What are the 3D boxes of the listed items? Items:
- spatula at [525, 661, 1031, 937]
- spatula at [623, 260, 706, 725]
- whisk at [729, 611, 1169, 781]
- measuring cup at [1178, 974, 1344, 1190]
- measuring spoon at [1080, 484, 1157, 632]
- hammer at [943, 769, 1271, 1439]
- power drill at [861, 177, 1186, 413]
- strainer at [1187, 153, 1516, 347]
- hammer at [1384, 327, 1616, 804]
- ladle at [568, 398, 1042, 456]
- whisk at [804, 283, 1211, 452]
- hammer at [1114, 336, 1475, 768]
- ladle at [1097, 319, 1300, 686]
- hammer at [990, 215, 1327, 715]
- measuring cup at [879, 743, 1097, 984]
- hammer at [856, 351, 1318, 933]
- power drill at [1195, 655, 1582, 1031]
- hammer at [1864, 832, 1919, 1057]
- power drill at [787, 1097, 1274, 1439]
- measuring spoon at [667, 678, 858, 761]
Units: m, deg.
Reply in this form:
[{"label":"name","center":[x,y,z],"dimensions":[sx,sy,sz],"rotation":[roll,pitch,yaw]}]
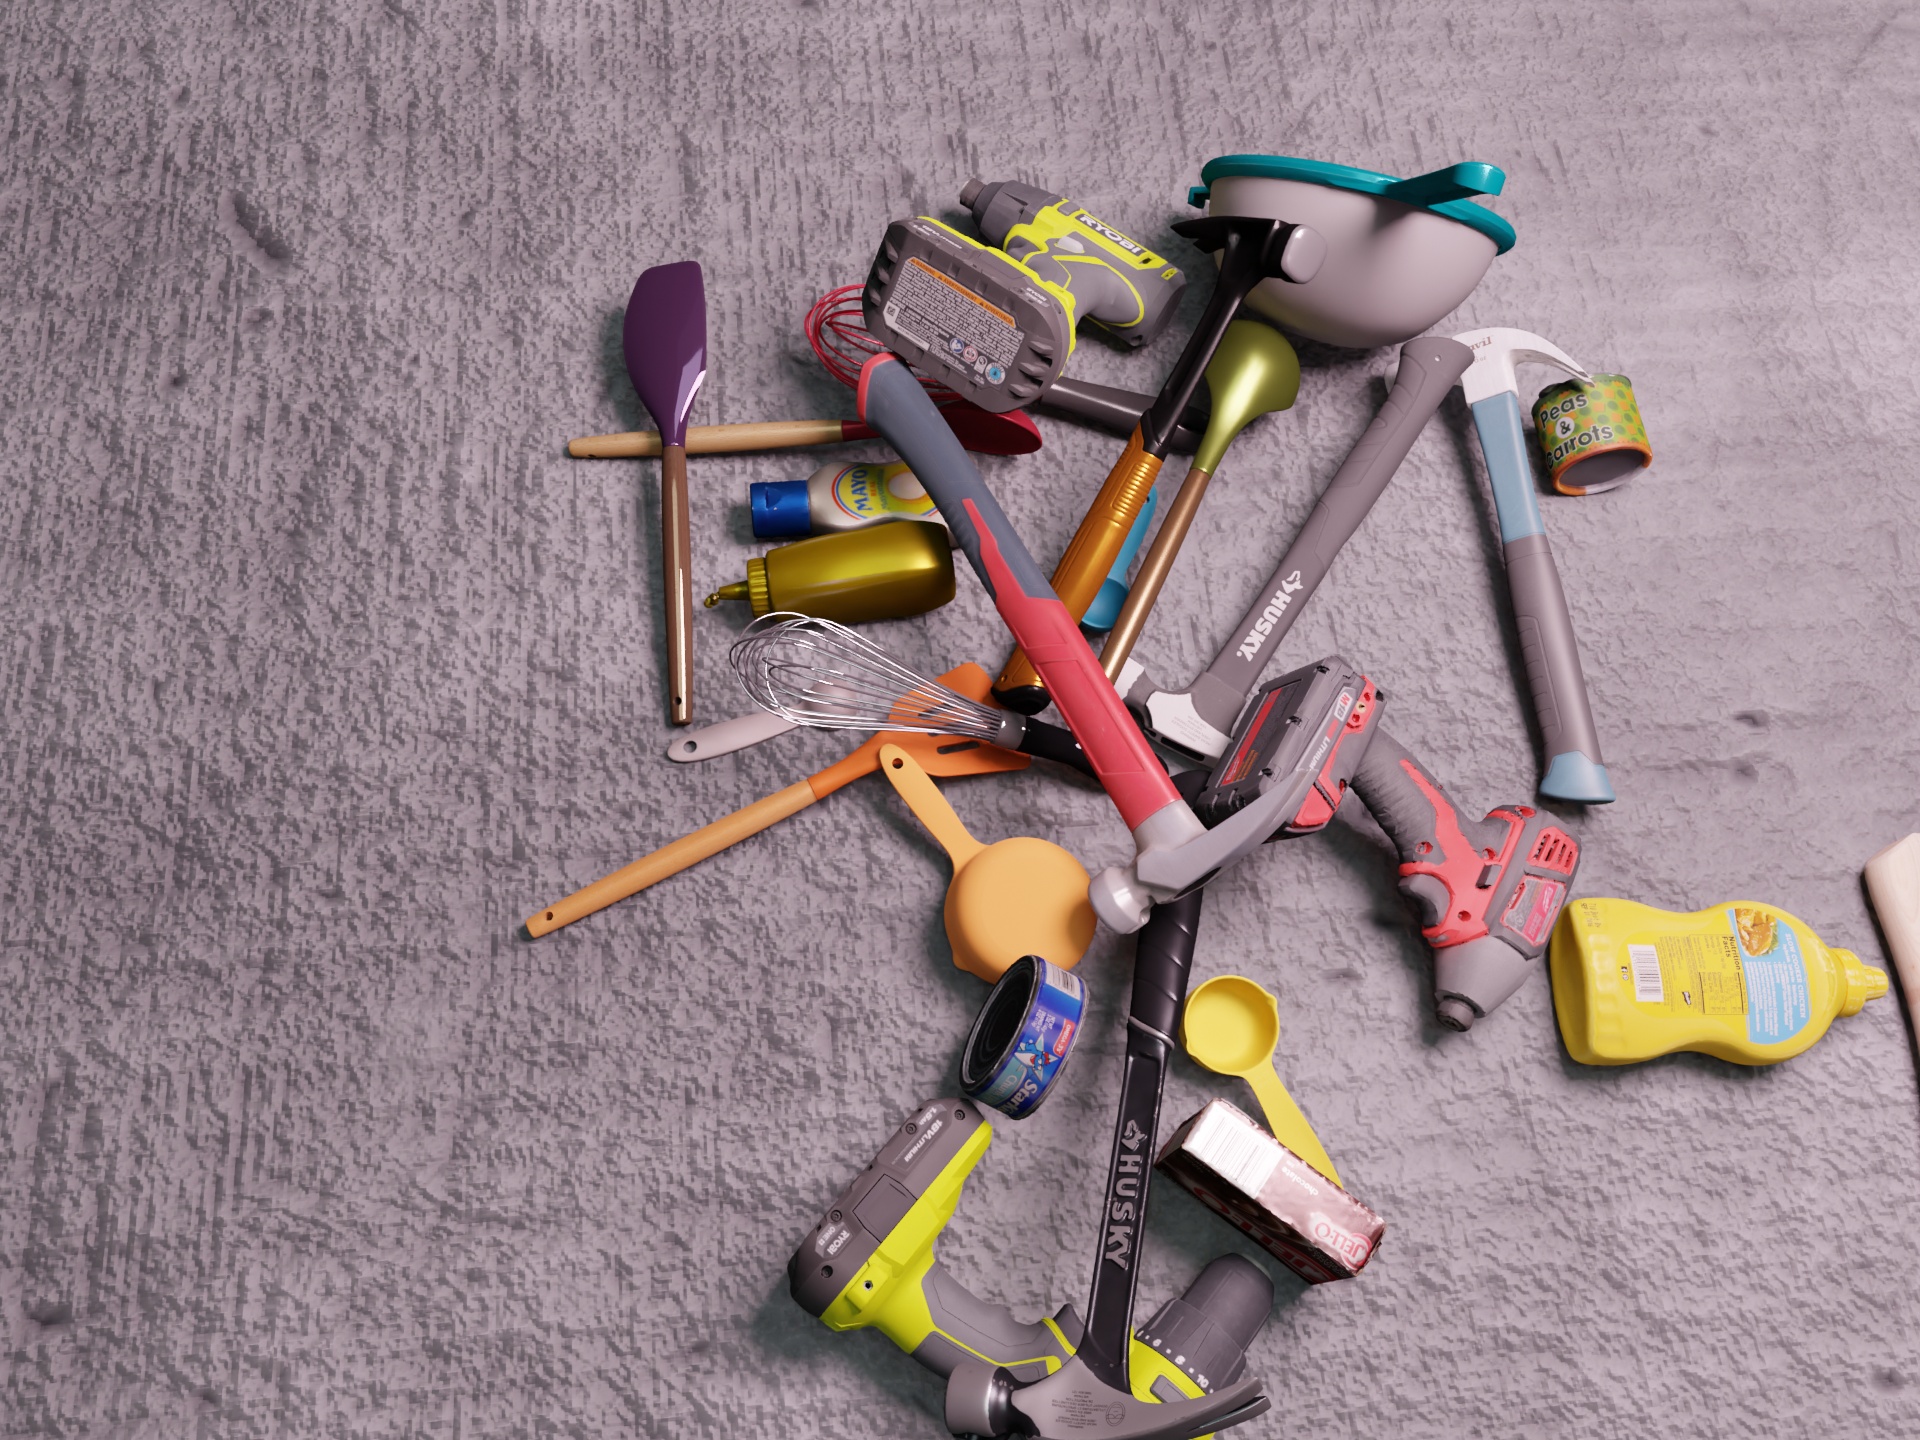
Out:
[{"label":"spatula","center":[-0.112,0.057,0.973],"dimensions":[0.322,0.041,0.081],"rotation":[-26,71,-9]},{"label":"spatula","center":[-0.187,-0.151,1.029],"dimensions":[0.060,0.018,0.316],"rotation":[-7,77,12]},{"label":"whisk","center":[-0.001,-0.003,0.957],"dimensions":[0.284,0.070,0.070],"rotation":[16,67,-15]},{"label":"measuring cup","center":[0.179,0.222,0.927],"dimensions":[0.062,0.029,0.156],"rotation":[-28,84,-13]},{"label":"measuring spoon","center":[0.106,-0.107,1.056],"dimensions":[0.042,0.021,0.129],"rotation":[20,59,7]},{"label":"hammer","center":[0.104,0.184,0.854],"dimensions":[0.149,0.036,0.409],"rotation":[-5,45,22]},{"label":"power drill","center":[0.036,-0.292,1.047],"dimensions":[0.171,0.080,0.223],"rotation":[34,37,8]},{"label":"strainer","center":[0.257,-0.289,1.004],"dimensions":[0.211,0.340,0.095],"rotation":[13,102,-6]},{"label":"hammer","center":[0.369,-0.104,1.038],"dimensions":[0.128,0.033,0.331],"rotation":[-17,72,32]},{"label":"ladle","center":[-0.104,-0.189,1.057],"dimensions":[0.315,0.069,0.031],"rotation":[-3,76,2]},{"label":"whisk","center":[0.038,-0.230,1.078],"dimensions":[0.296,0.073,0.073],"rotation":[15,68,-5]},{"label":"hammer","center":[0.237,-0.112,1.027],"dimensions":[0.146,0.035,0.335],"rotation":[33,79,9]},{"label":"ladle","center":[0.140,-0.132,1.025],"dimensions":[0.078,0.062,0.320],"rotation":[27,70,-2]},{"label":"hammer","center":[0.105,-0.159,0.996],"dimensions":[0.034,0.127,0.337],"rotation":[25,95,-32]},{"label":"measuring cup","center":[0.011,0.079,0.935],"dimensions":[0.095,0.052,0.173],"rotation":[-38,88,-14]},{"label":"hammer","center":[0.051,-0.077,0.927],"dimensions":[0.143,0.038,0.387],"rotation":[-40,67,24]},{"label":"power drill","center":[0.256,0.075,0.935],"dimensions":[0.219,0.078,0.143],"rotation":[36,69,-10]},{"label":"hammer","center":[0.593,0.266,0.922],"dimensions":[0.146,0.038,0.411],"rotation":[6,68,-2]},{"label":"power drill","center":[0.040,0.312,0.851],"dimensions":[0.228,0.080,0.190],"rotation":[40,67,10]},{"label":"measuring spoon","center":[-0.124,0.001,0.995],"dimensions":[0.124,0.018,0.034],"rotation":[-18,71,-9]}]
